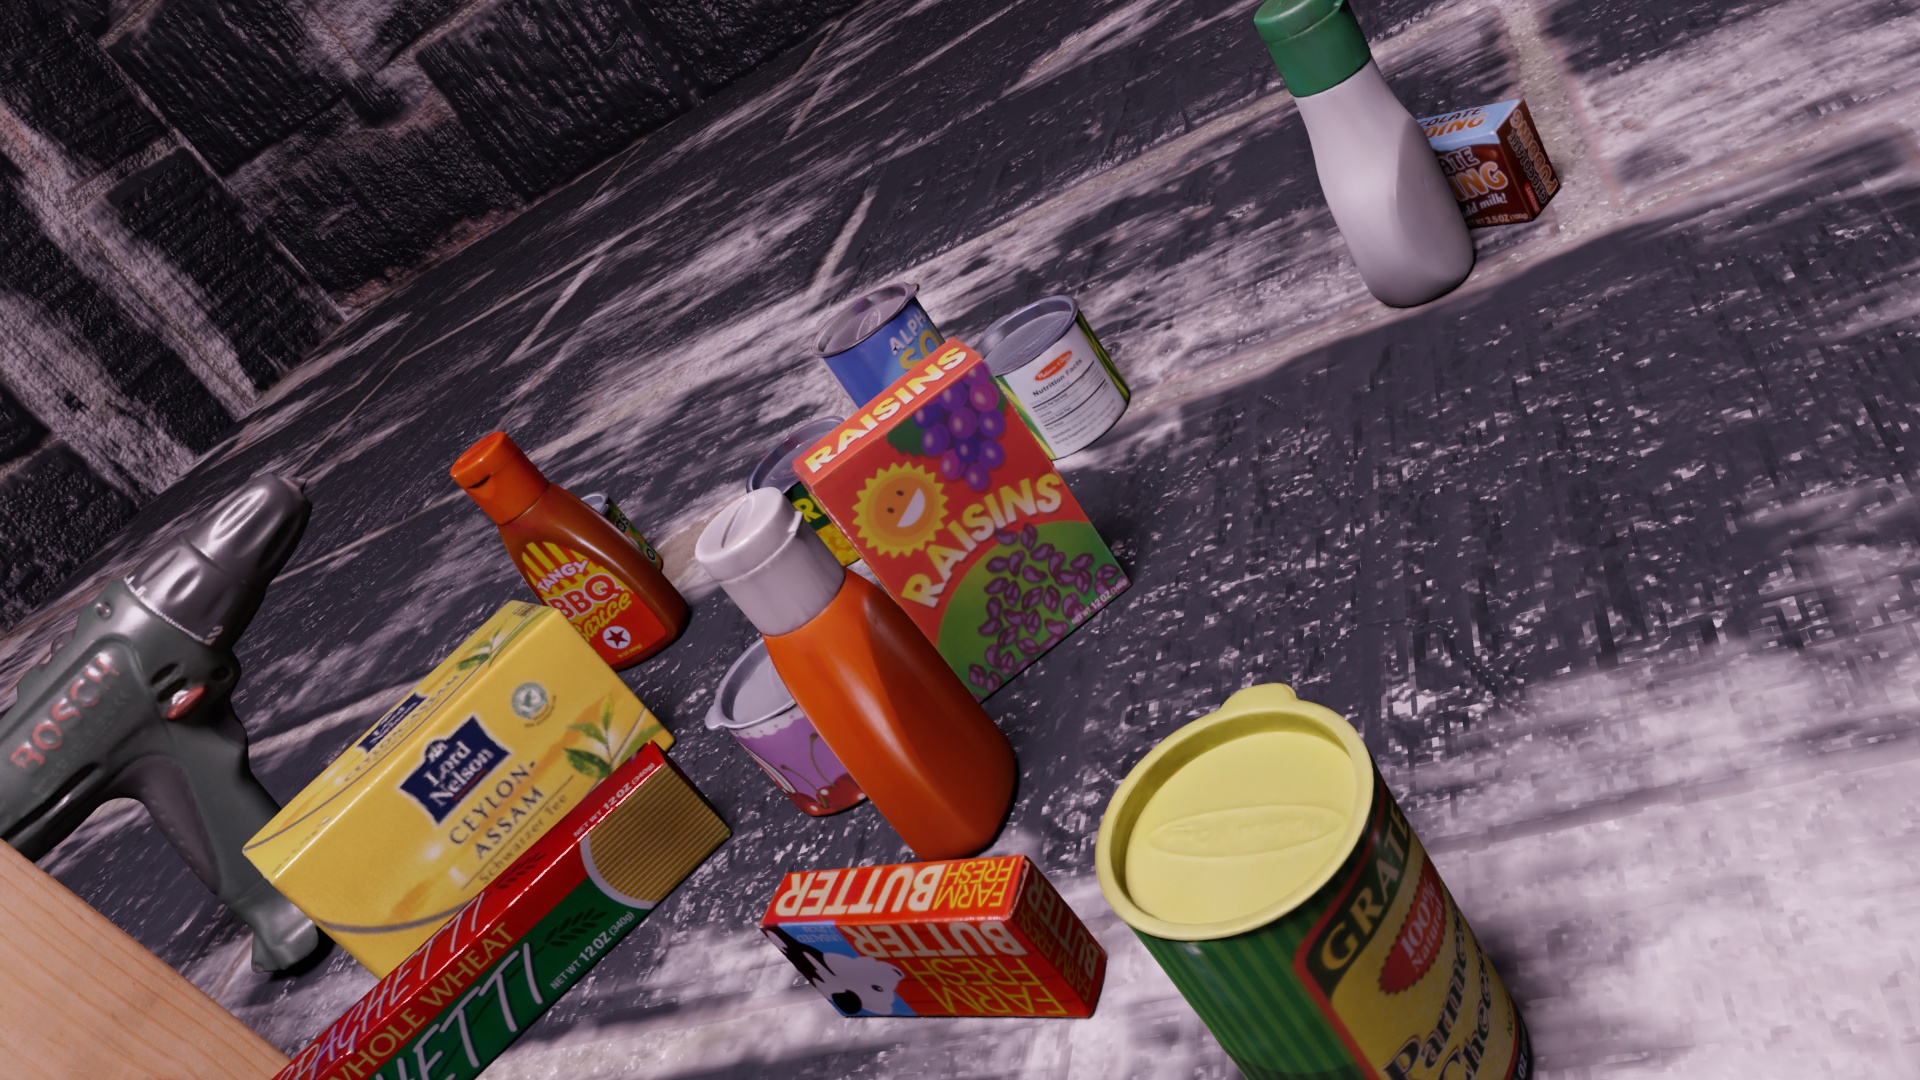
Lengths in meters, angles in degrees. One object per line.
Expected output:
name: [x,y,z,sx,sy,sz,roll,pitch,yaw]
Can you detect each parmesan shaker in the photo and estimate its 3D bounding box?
parmesan shaker: [0.086,0.094,0.329,0.071,0.102,0.071,-28,28,16]

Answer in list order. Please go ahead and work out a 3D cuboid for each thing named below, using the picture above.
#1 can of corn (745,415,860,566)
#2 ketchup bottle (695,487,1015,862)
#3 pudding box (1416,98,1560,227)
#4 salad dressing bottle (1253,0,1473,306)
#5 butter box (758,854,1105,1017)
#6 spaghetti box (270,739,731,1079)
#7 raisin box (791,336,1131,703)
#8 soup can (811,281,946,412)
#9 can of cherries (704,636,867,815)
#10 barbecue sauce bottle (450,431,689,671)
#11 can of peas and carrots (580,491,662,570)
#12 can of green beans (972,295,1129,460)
can of corn: [-0.073,-0.023,0.752,0.071,0.058,0.071,-27,28,16]
ketchup bottle: [-0.035,0.046,0.496,0.043,0.148,0.065,-23,29,24]
pudding box: [0.230,-0.174,0.654,0.030,0.049,0.083,-48,29,-23]
salad dressing bottle: [0.176,-0.173,0.606,0.044,0.147,0.064,-7,39,44]
butter box: [-0.010,0.127,0.442,0.103,0.053,0.024,-14,34,36]
spaghetti box: [-0.205,0.188,0.573,0.251,0.050,0.029,-43,27,-14]
raisin box: [0.002,-0.007,0.567,0.086,0.123,0.040,-38,27,-3]
soup can: [-0.032,-0.096,0.792,0.071,0.083,0.072,-28,28,16]
can of cherries: [-0.062,0.074,0.583,0.071,0.058,0.072,-27,28,16]
barbecue sauce bottle: [-0.219,0.006,0.774,0.065,0.148,0.044,-26,28,19]
can of peas and carrots: [-0.230,0.011,0.876,0.071,0.058,0.071,-27,28,16]
can of green beans: [0.045,-0.083,0.711,0.071,0.057,0.071,-27,28,16]
